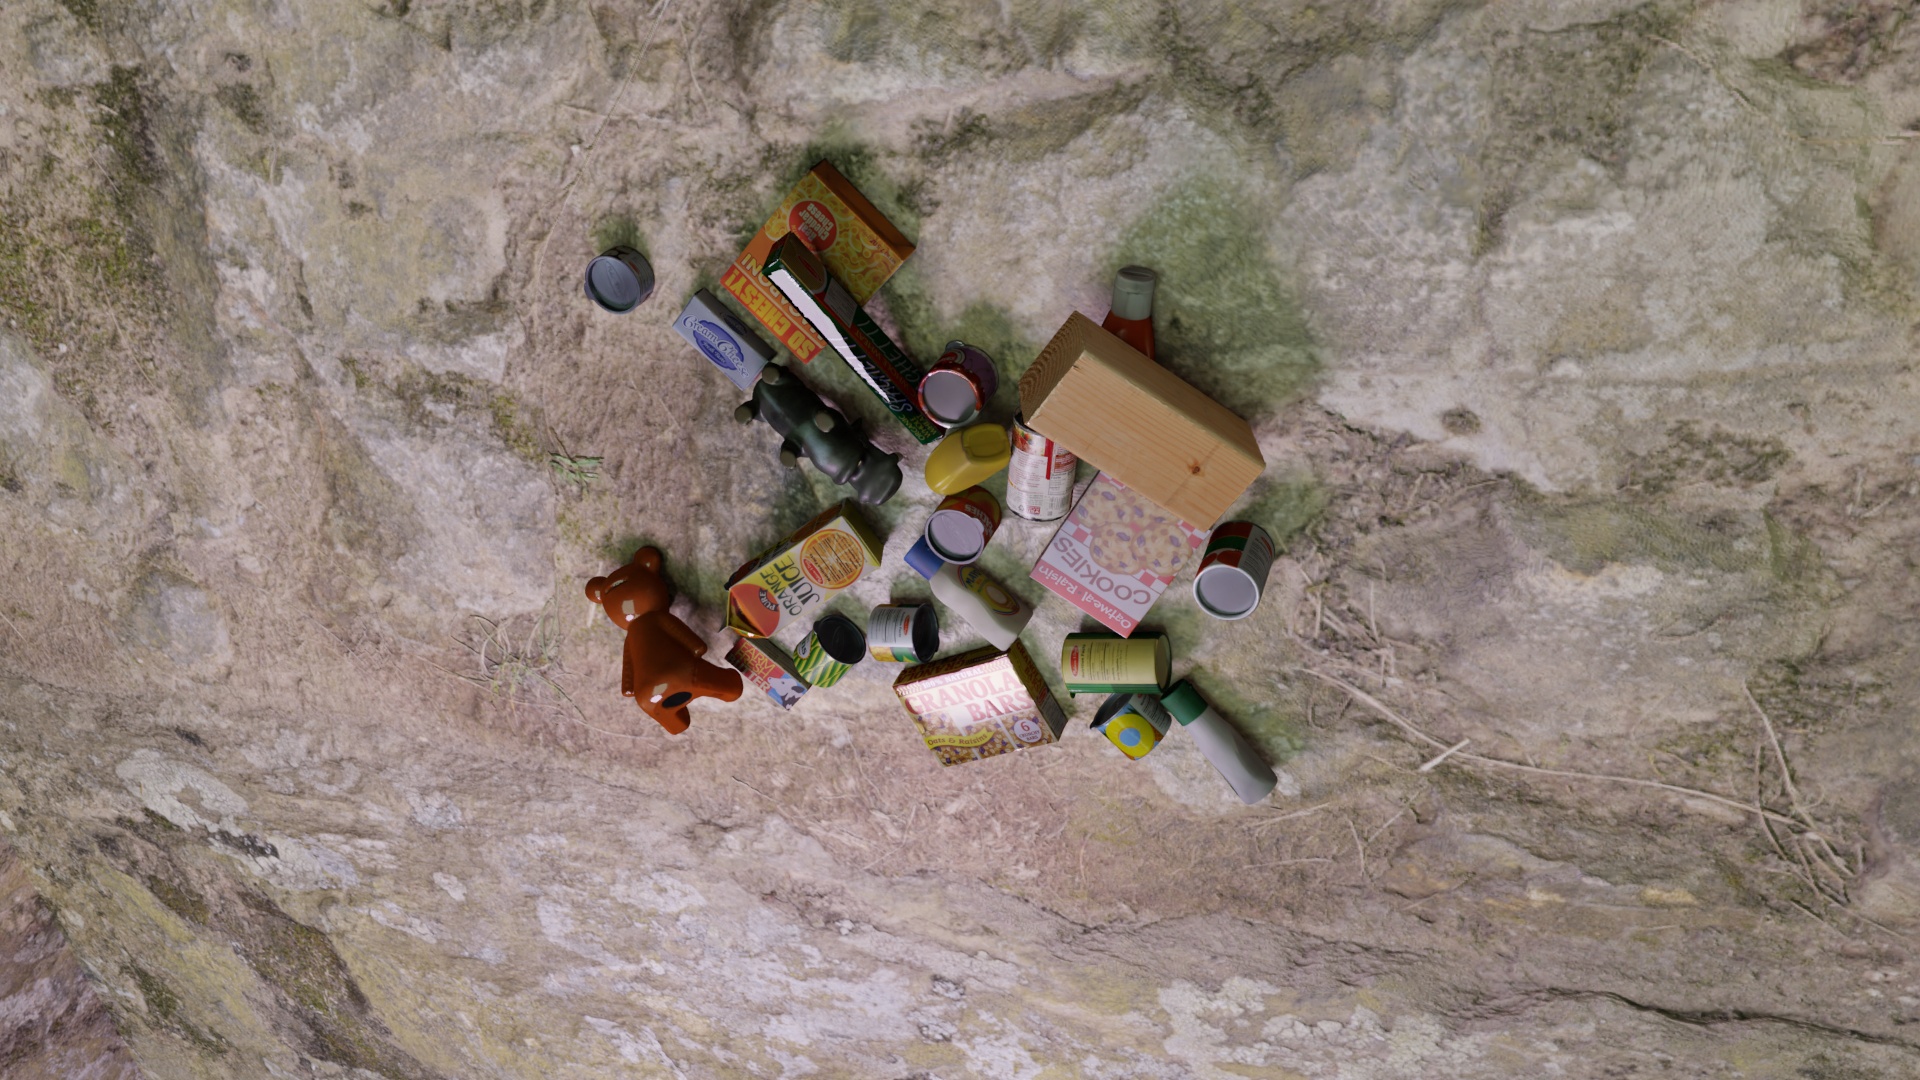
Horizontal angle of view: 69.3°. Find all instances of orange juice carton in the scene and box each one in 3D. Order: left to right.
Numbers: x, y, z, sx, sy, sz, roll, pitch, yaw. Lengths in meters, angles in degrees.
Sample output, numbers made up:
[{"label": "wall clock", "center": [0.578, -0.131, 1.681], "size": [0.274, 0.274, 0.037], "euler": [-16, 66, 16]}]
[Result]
[{"label": "orange juice carton", "center": [-0.183, 0.040, 1.517], "size": [0.192, 0.072, 0.073], "euler": [-33, 105, 9]}]

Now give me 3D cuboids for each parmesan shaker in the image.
[{"label": "parmesan shaker", "center": [0.166, 0.132, 1.470], "size": [0.103, 0.072, 0.071], "euler": [-2, 119, 24]}]

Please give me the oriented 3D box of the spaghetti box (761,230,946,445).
[{"label": "spaghetti box", "center": [-0.097, -0.192, 1.350], "size": [0.028, 0.050, 0.249], "euler": [-25, 124, 30]}]

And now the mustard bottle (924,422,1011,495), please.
[{"label": "mustard bottle", "center": [-0.003, -0.077, 1.403], "size": [0.159, 0.065, 0.049], "euler": [-30, 72, 65]}]

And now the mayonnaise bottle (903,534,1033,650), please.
[{"label": "mayonnaise bottle", "center": [0.006, 0.053, 1.496], "size": [0.148, 0.065, 0.041], "euler": [39, 125, 1]}]

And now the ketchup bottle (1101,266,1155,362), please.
[{"label": "ketchup bottle", "center": [0.153, -0.179, 1.295], "size": [0.065, 0.044, 0.148], "euler": [10, 124, 7]}]

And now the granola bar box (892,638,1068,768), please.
[{"label": "granola bar box", "center": [0.021, 0.188, 1.587], "size": [0.165, 0.039, 0.124], "euler": [-19, 111, 31]}]

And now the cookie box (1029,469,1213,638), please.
[{"label": "cookie box", "center": [0.163, 0.005, 1.410], "size": [0.123, 0.040, 0.166], "euler": [33, 126, 1]}]

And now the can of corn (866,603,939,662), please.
[{"label": "can of corn", "center": [-0.063, 0.105, 1.556], "size": [0.058, 0.071, 0.071], "euler": [-1, 120, 25]}]

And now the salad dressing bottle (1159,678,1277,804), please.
[{"label": "salad dressing bottle", "center": [0.274, 0.213, 1.482], "size": [0.044, 0.064, 0.147], "euler": [-41, 90, 18]}]

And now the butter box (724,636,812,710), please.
[{"label": "butter box", "center": [-0.232, 0.156, 1.686], "size": [0.103, 0.024, 0.053], "euler": [40, 127, -4]}]

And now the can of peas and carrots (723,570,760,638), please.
[{"label": "can of peas and carrots", "center": [-0.237, 0.072, 1.607], "size": [0.071, 0.071, 0.058], "euler": [15, 125, 15]}]

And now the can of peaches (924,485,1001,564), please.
[{"label": "can of peaches", "center": [0.005, -0.018, 1.452], "size": [0.071, 0.058, 0.071], "euler": [11, 123, 17]}]

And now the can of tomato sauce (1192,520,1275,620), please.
[{"label": "can of tomato sauce", "center": [0.265, 0.030, 1.353], "size": [0.071, 0.083, 0.070], "euler": [11, 124, 17]}]

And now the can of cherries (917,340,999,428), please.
[{"label": "can of cherries", "center": [-0.004, -0.154, 1.370], "size": [0.071, 0.059, 0.071], "euler": [11, 124, 17]}]

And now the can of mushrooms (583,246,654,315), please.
[{"label": "can of mushrooms", "center": [-0.361, -0.274, 1.466], "size": [0.071, 0.034, 0.070], "euler": [11, 124, 17]}]

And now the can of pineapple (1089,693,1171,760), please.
[{"label": "can of pineapple", "center": [0.185, 0.196, 1.503], "size": [0.058, 0.071, 0.070], "euler": [43, 127, -7]}]

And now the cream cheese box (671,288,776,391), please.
[{"label": "cream cheese box", "center": [-0.249, -0.211, 1.462], "size": [0.104, 0.024, 0.053], "euler": [42, 127, -6]}]

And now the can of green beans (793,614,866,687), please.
[{"label": "can of green beans", "center": [-0.152, 0.129, 1.608], "size": [0.071, 0.071, 0.057], "euler": [42, 128, -5]}]

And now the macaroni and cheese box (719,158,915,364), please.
[{"label": "macaroni and cheese box", "center": [-0.142, -0.271, 1.368], "size": [0.123, 0.040, 0.165], "euler": [44, 126, -8]}]
